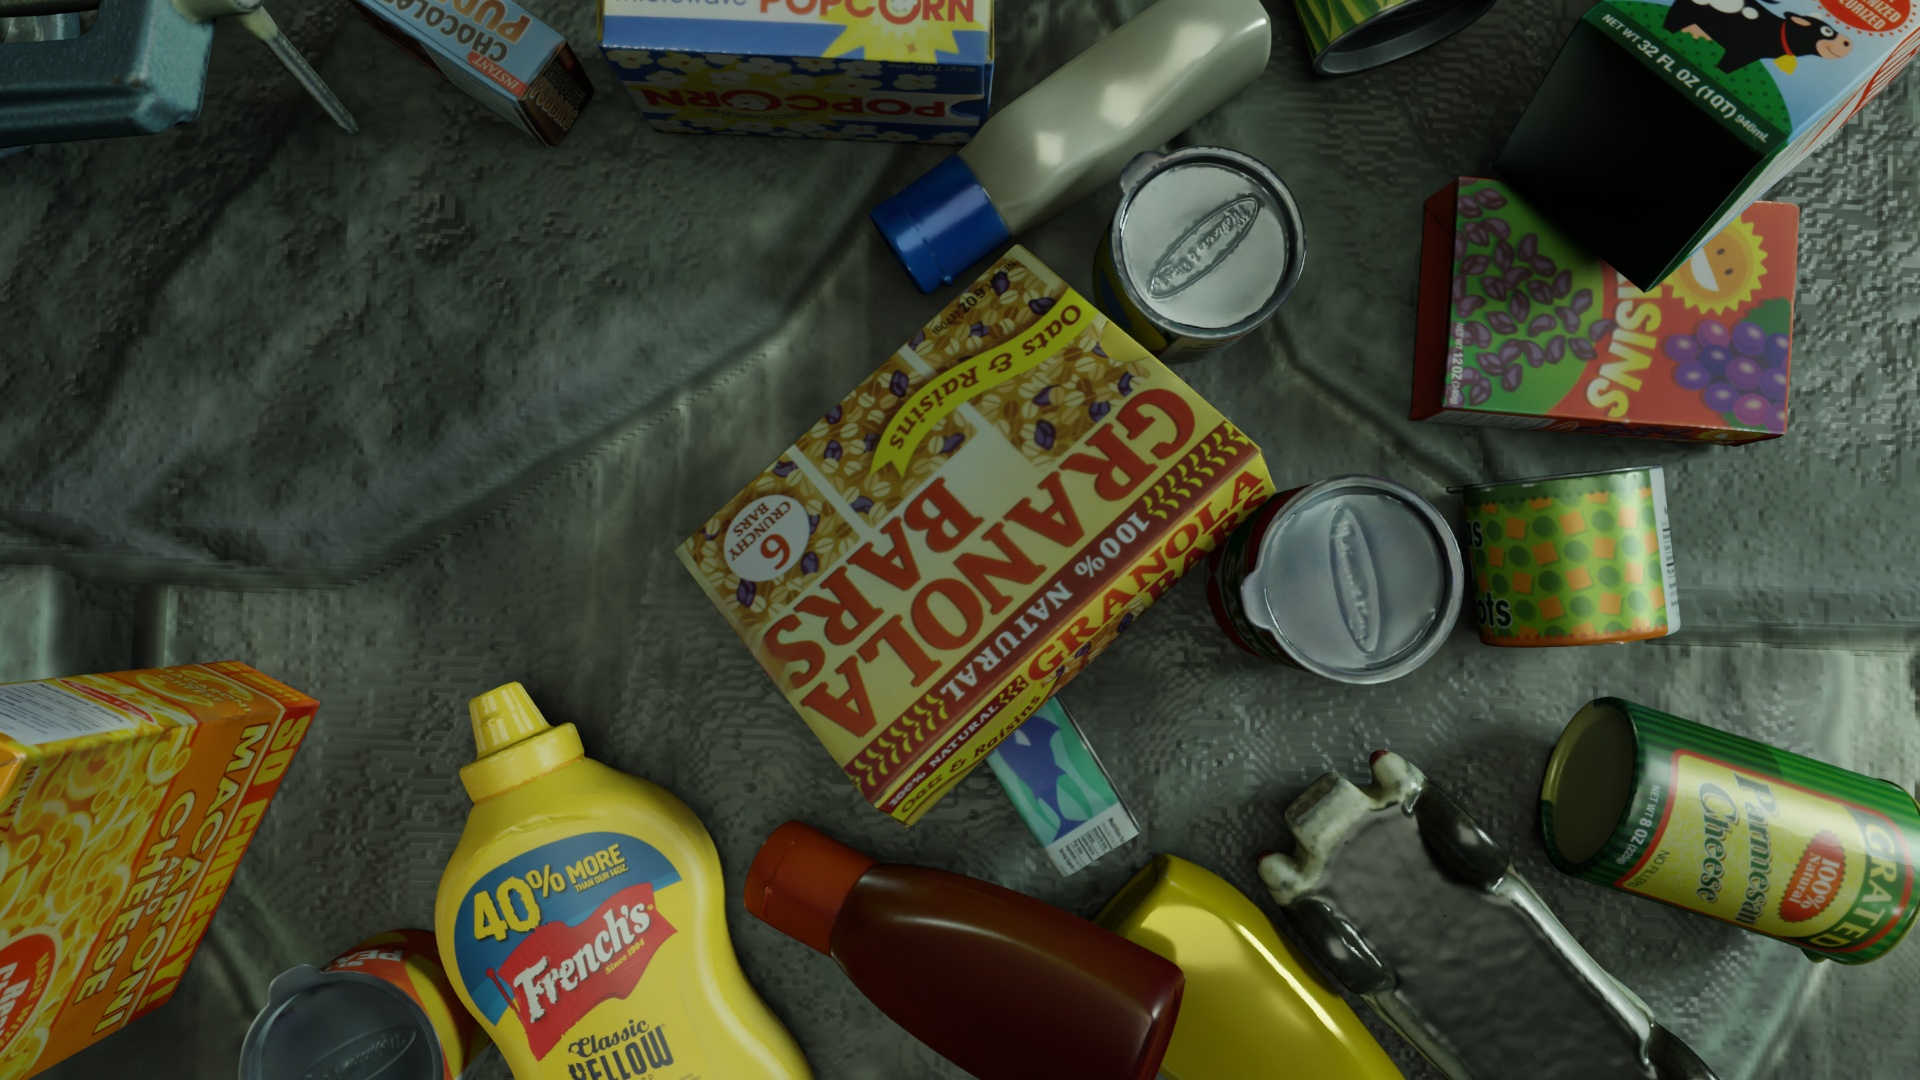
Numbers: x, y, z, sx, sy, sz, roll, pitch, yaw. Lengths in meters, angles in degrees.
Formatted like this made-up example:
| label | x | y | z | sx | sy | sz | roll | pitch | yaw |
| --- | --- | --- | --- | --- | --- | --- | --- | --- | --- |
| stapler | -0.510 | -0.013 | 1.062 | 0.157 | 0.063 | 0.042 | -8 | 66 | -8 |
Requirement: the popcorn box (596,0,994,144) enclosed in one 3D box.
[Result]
| label | x | y | z | sx | sy | sz | roll | pitch | yaw |
| --- | --- | --- | --- | --- | --- | --- | --- | --- | --- |
| popcorn box | -0.053 | -0.169 | 0.478 | 0.127 | 0.085 | 0.038 | 2 | 88 | -1 |

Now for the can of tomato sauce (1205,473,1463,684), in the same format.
| label | x | y | z | sx | sy | sz | roll | pitch | yaw |
| --- | --- | --- | --- | --- | --- | --- | --- | --- | --- |
| can of tomato sauce | 0.123 | 0.014 | 0.477 | 0.071 | 0.083 | 0.071 | 0 | 88 | -1 |

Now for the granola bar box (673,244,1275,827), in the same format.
| label | x | y | z | sx | sy | sz | roll | pitch | yaw |
| --- | --- | --- | --- | --- | --- | --- | --- | --- | --- |
| granola bar box | 0.002 | -0.006 | 0.469 | 0.165 | 0.039 | 0.124 | -42 | 60 | -3 |

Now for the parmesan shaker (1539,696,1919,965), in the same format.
| label | x | y | z | sx | sy | sz | roll | pitch | yaw |
| --- | --- | --- | --- | --- | --- | --- | --- | --- | --- |
| parmesan shaker | 0.266 | 0.103 | 0.487 | 0.103 | 0.071 | 0.071 | 17 | 88 | -1 |

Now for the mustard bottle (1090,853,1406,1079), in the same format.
| label | x | y | z | sx | sy | sz | roll | pitch | yaw |
| --- | --- | --- | --- | --- | --- | --- | --- | --- | --- |
| mustard bottle | 0.114 | 0.183 | 0.487 | 0.160 | 0.049 | 0.065 | 44 | 97 | 0 |

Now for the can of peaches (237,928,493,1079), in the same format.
| label | x | y | z | sx | sy | sz | roll | pitch | yaw |
| --- | --- | --- | --- | --- | --- | --- | --- | --- | --- |
| can of peaches | -0.201 | 0.170 | 0.475 | 0.071 | 0.058 | 0.071 | 0 | 88 | -1 |

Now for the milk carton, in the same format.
| label | x | y | z | sx | sy | sz | roll | pitch | yaw |
| --- | --- | --- | --- | --- | --- | --- | --- | --- | --- |
| milk carton | 0.280 | -0.175 | 0.474 | 0.191 | 0.073 | 0.072 | -37 | 72 | -18 |

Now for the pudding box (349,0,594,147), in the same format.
| label | x | y | z | sx | sy | sz | roll | pitch | yaw |
| --- | --- | --- | --- | --- | --- | --- | --- | --- | --- |
| pudding box | -0.177 | -0.180 | 0.492 | 0.084 | 0.049 | 0.030 | 34 | 86 | 0 |

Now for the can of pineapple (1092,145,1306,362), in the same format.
| label | x | y | z | sx | sy | sz | roll | pitch | yaw |
| --- | --- | --- | --- | --- | --- | --- | --- | --- | --- |
| can of pineapple | 0.082 | -0.101 | 0.493 | 0.071 | 0.058 | 0.071 | 0 | 88 | -2 |

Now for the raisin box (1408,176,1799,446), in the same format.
| label | x | y | z | sx | sy | sz | roll | pitch | yaw |
| --- | --- | --- | --- | --- | --- | --- | --- | --- | --- |
| raisin box | 0.232 | -0.082 | 0.506 | 0.123 | 0.040 | 0.086 | 4 | 87 | 0 |

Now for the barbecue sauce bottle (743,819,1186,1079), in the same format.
| label | x | y | z | sx | sy | sz | roll | pitch | yaw |
| --- | --- | --- | --- | --- | --- | --- | --- | --- | --- |
| barbecue sauce bottle | -0.003 | 0.140 | 0.466 | 0.149 | 0.044 | 0.064 | 21 | 114 | 21 |

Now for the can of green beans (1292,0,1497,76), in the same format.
| label | x | y | z | sx | sy | sz | roll | pitch | yaw |
| --- | --- | --- | --- | --- | --- | --- | --- | --- | --- |
| can of green beans | 0.149 | -0.207 | 0.494 | 0.071 | 0.071 | 0.058 | -17 | 88 | -2 |

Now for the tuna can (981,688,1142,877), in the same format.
| label | x | y | z | sx | sy | sz | roll | pitch | yaw |
| --- | --- | --- | --- | --- | --- | --- | --- | --- | --- |
| tuna can | 0.030 | 0.078 | 0.481 | 0.033 | 0.071 | 0.071 | -32 | 89 | -1 |

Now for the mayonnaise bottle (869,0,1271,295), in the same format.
| label | x | y | z | sx | sy | sz | roll | pitch | yaw |
| --- | --- | --- | --- | --- | --- | --- | --- | --- | --- |
| mayonnaise bottle | 0.038 | -0.143 | 0.493 | 0.148 | 0.065 | 0.041 | -34 | 86 | 1 |

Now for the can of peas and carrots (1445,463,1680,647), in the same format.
| label | x | y | z | sx | sy | sz | roll | pitch | yaw |
| --- | --- | --- | --- | --- | --- | --- | --- | --- | --- |
| can of peas and carrots | 0.211 | 0.006 | 0.489 | 0.071 | 0.071 | 0.058 | -6 | 89 | -2 |

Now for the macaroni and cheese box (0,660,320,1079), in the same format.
| label | x | y | z | sx | sy | sz | roll | pitch | yaw |
| --- | --- | --- | --- | --- | --- | --- | --- | --- | --- |
| macaroni and cheese box | -0.274 | 0.102 | 0.421 | 0.040 | 0.166 | 0.123 | 26 | 88 | 0 |
